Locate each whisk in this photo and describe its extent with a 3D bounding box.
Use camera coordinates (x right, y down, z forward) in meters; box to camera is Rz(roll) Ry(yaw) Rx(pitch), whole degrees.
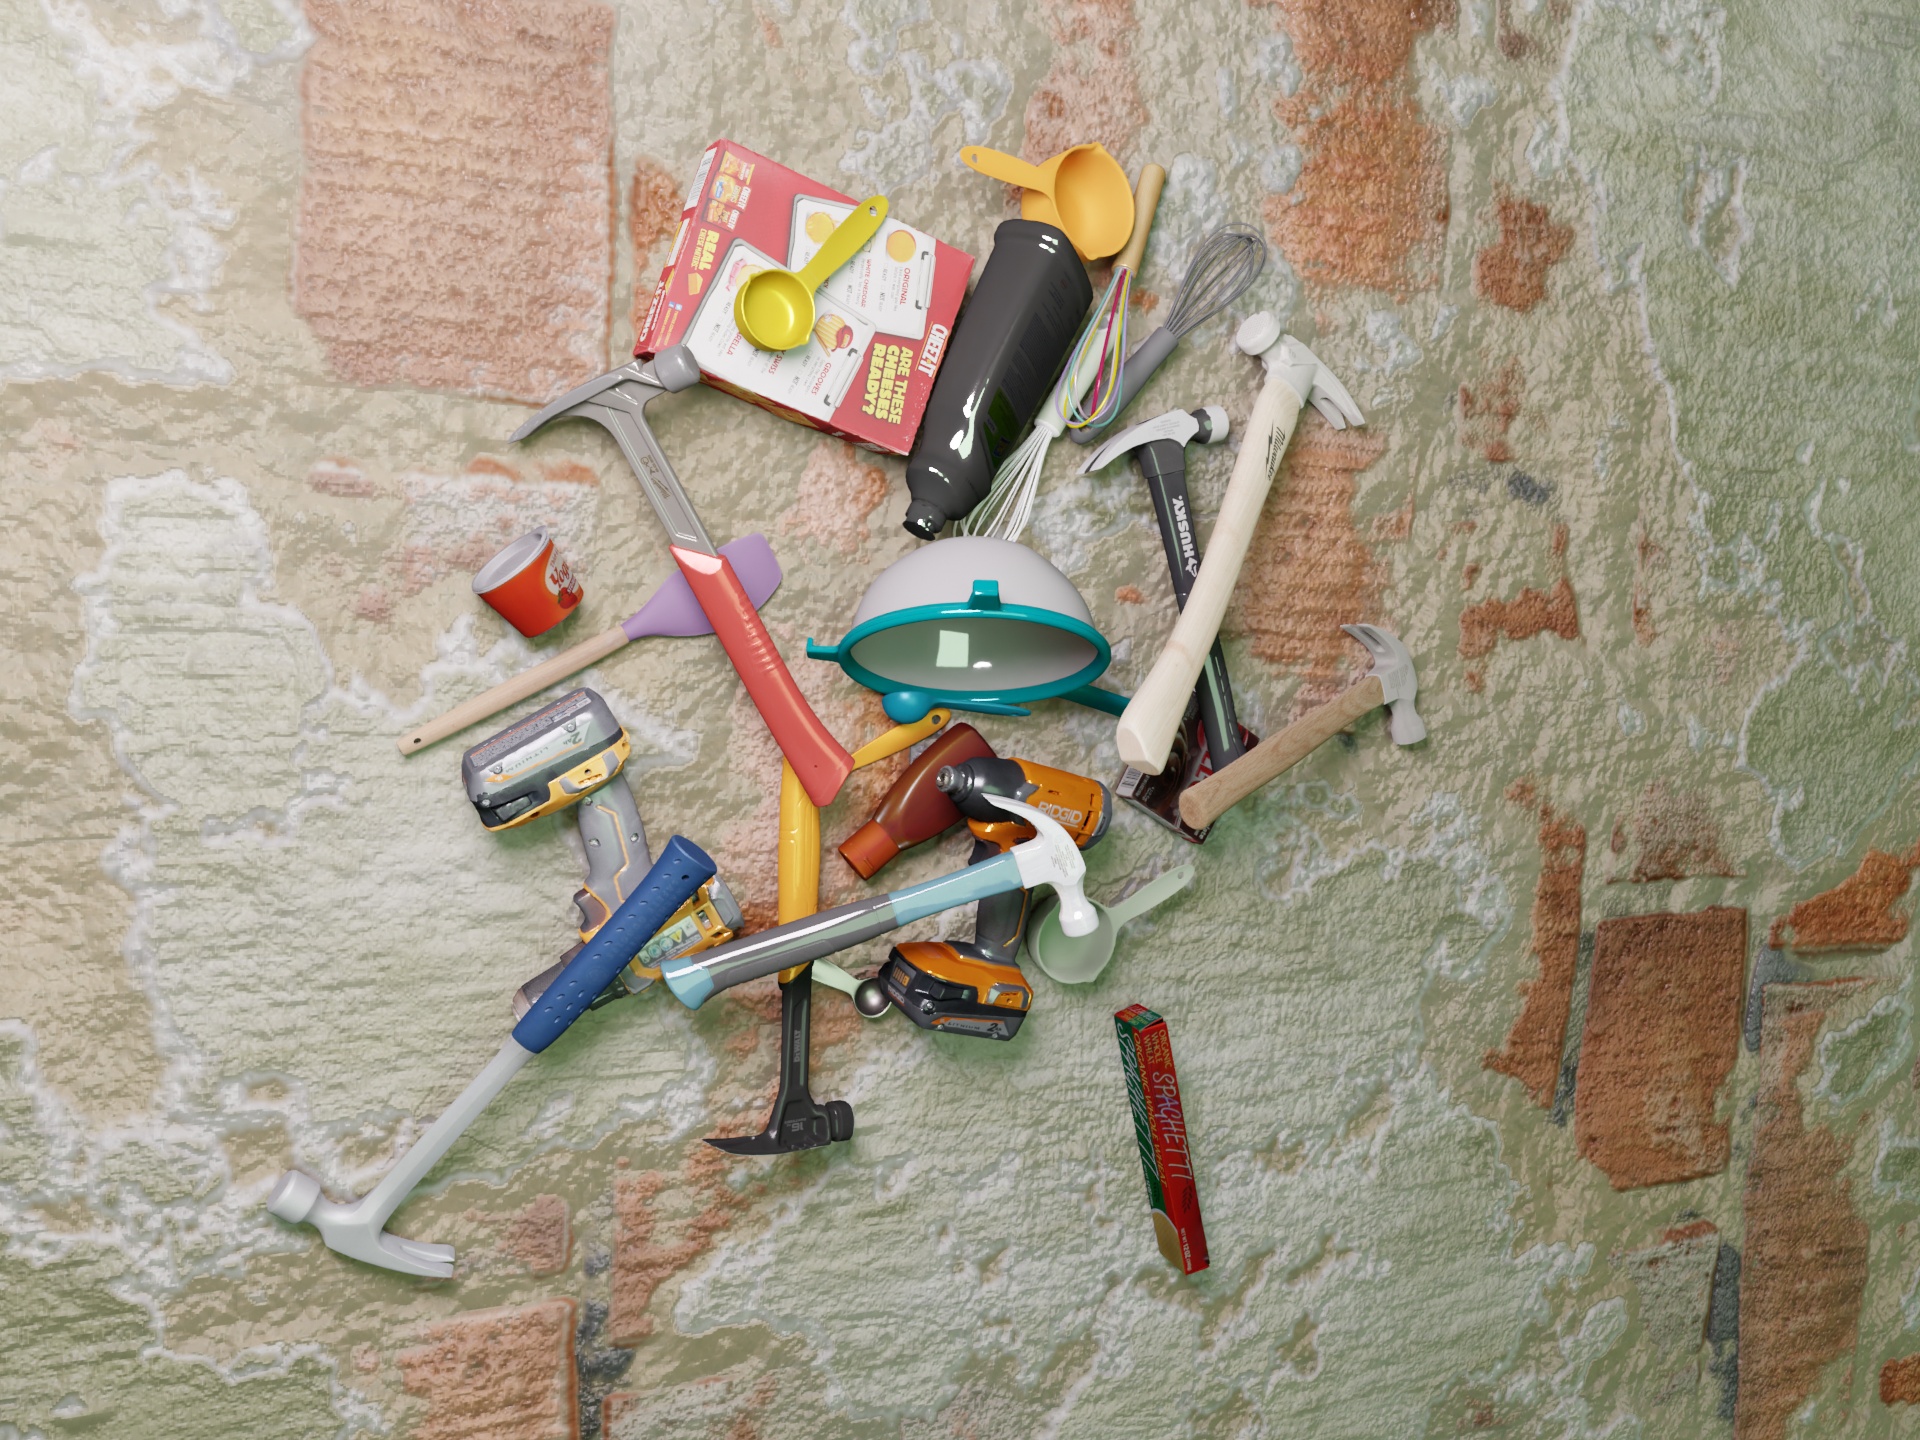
[{"bbox_3d":[0.131,-0.345,1.292,0.051,0.047,0.245,19,76,-8],"label":"whisk"},{"bbox_3d":[0.067,-0.233,1.308,0.246,0.058,0.059,-59,148,-8],"label":"whisk"},{"bbox_3d":[0.171,-0.324,1.335,0.055,0.055,0.239,43,85,-22],"label":"whisk"}]

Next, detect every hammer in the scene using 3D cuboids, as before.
[{"bbox_3d":[0.196,-0.093,1.354,0.146,0.035,0.334,-17,97,-28],"label":"hammer"},{"bbox_3d":[-0.187,-0.090,1.186,0.149,0.037,0.359,-22,108,15],"label":"hammer"},{"bbox_3d":[-0.322,0.247,1.170,0.144,0.035,0.405,40,96,-24],"label":"hammer"},{"bbox_3d":[-0.064,0.151,1.216,0.331,0.033,0.128,-18,101,-8],"label":"hammer"},{"bbox_3d":[-0.137,0.175,1.264,0.127,0.034,0.337,2,91,-39],"label":"hammer"},{"bbox_3d":[0.228,-0.136,1.325,0.146,0.038,0.411,35,68,-31],"label":"hammer"},{"bbox_3d":[0.301,0.011,1.388,0.331,0.031,0.130,-27,106,-38],"label":"hammer"}]

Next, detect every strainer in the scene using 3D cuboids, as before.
[{"bbox_3d":[0.054,-0.073,1.283,0.340,0.211,0.095,17,66,-45],"label":"strainer"}]

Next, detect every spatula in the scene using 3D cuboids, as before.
[{"bbox_3d":[-0.276,-0.052,1.203,0.316,0.018,0.059,-29,109,-17],"label":"spatula"}]

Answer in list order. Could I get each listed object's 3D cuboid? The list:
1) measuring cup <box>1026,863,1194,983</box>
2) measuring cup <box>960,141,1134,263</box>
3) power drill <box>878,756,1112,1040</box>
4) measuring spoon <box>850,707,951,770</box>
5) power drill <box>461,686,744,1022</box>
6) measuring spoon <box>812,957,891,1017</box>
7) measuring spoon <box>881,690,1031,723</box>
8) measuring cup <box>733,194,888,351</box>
[{"bbox_3d":[0.131,0.166,1.395,0.167,0.038,0.083,-28,108,-18],"label":"measuring cup"},{"bbox_3d":[0.057,-0.414,1.250,0.173,0.052,0.095,6,85,-36],"label":"measuring cup"},{"bbox_3d":[0.017,0.138,1.295,0.164,0.084,0.226,17,98,-37],"label":"power drill"},{"bbox_3d":[-0.057,0.019,1.308,0.117,0.011,0.021,-28,107,-17],"label":"measuring spoon"},{"bbox_3d":[-0.289,0.113,1.192,0.185,0.084,0.226,-31,113,-14],"label":"power drill"},{"bbox_3d":[-0.112,0.207,1.315,0.124,0.018,0.034,31,84,-17],"label":"measuring spoon"},{"bbox_3d":[-0.002,-0.004,1.303,0.128,0.042,0.021,6,71,-18],"label":"measuring spoon"},{"bbox_3d":[-0.106,-0.328,1.155,0.062,0.029,0.156,48,67,-23],"label":"measuring cup"}]
